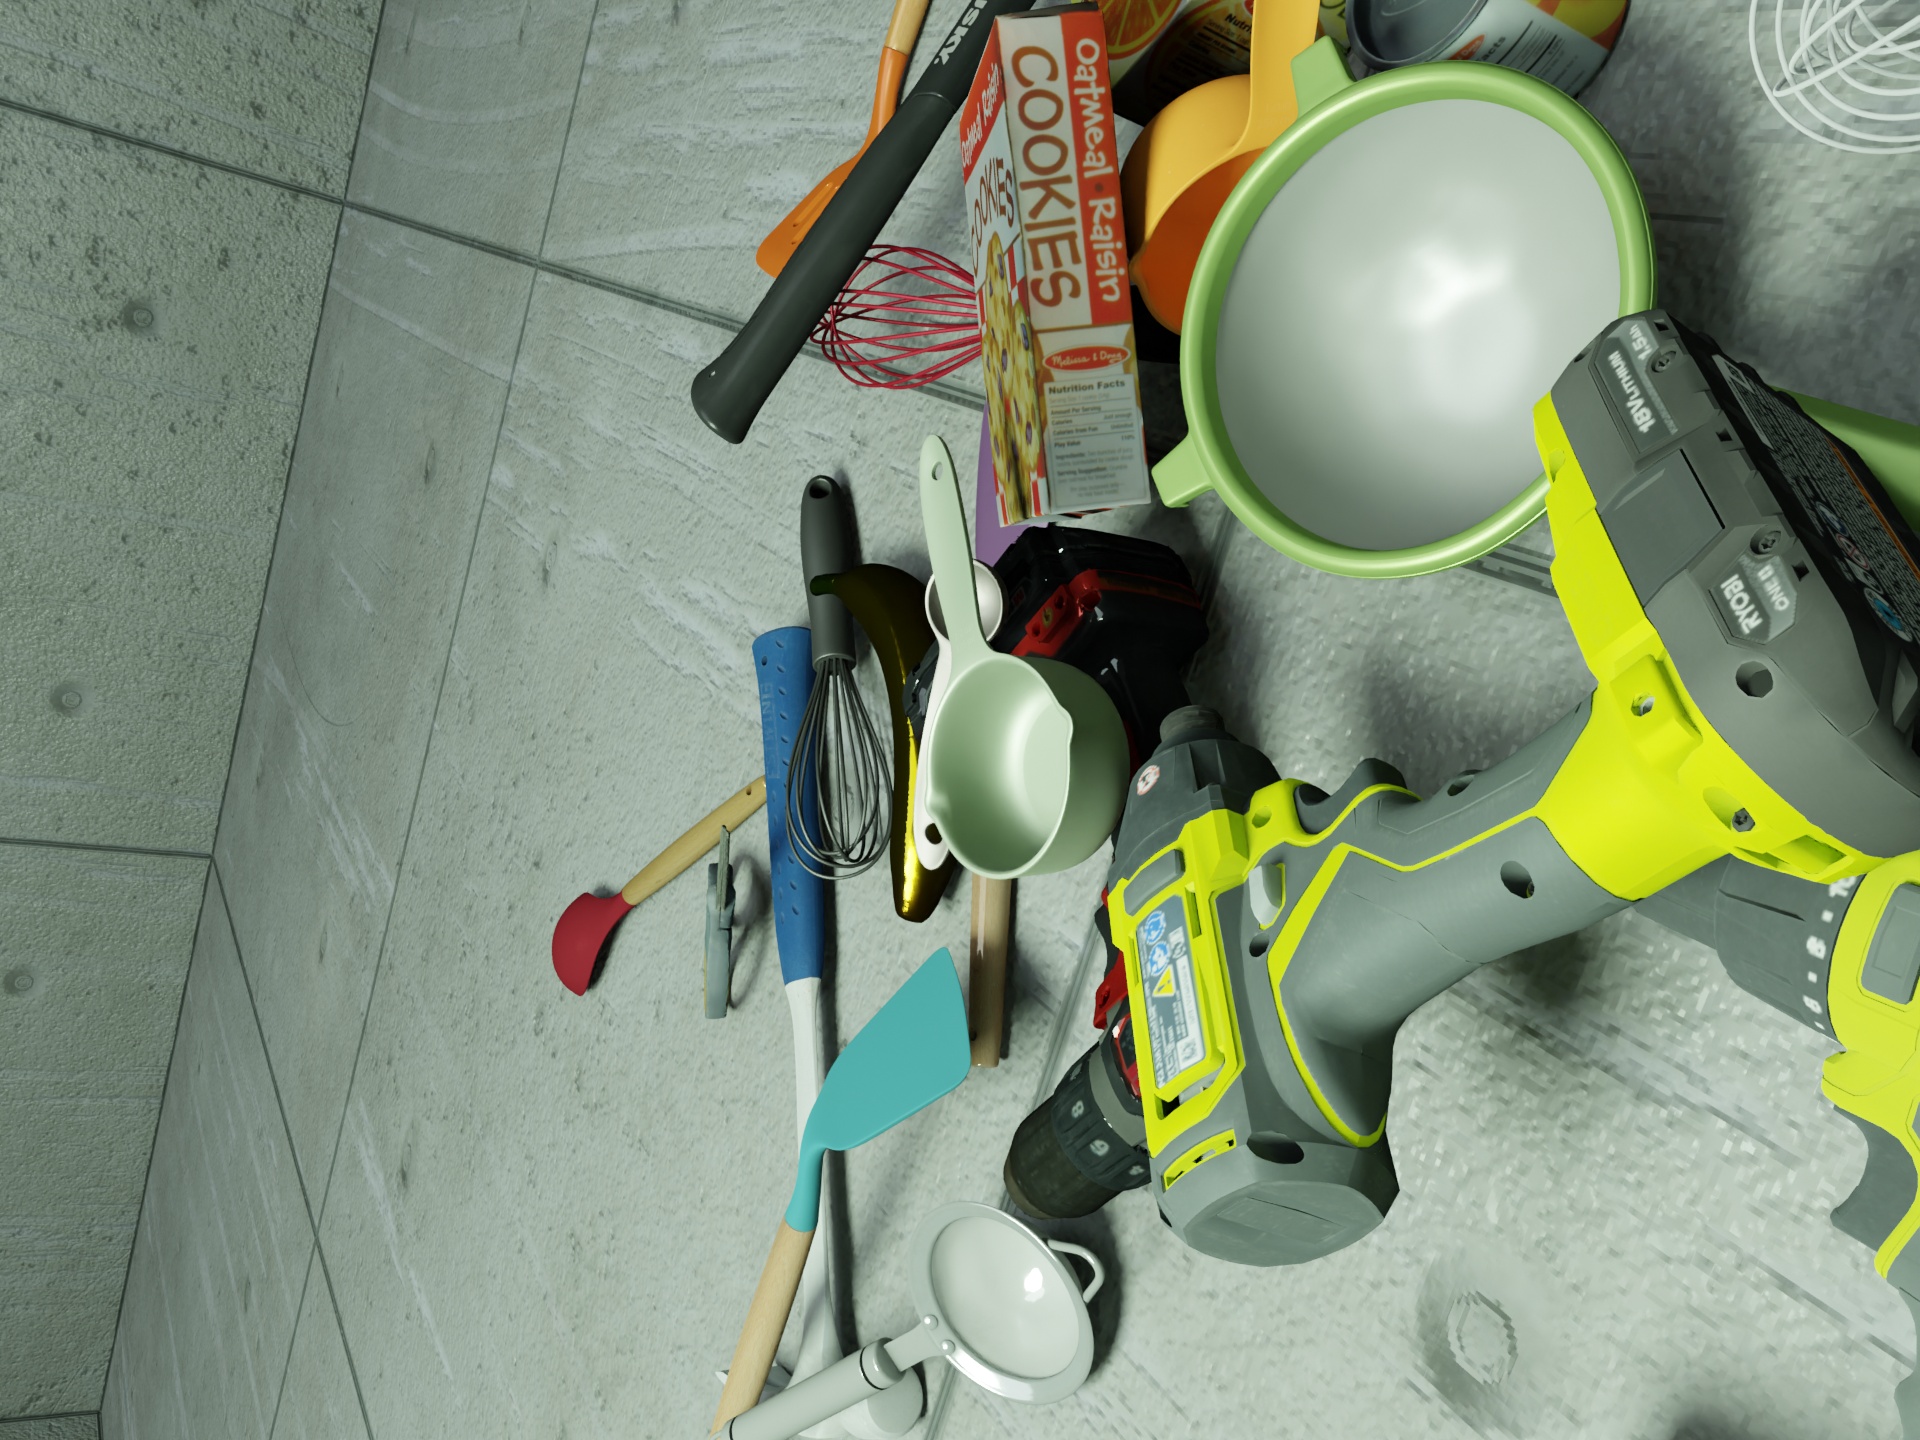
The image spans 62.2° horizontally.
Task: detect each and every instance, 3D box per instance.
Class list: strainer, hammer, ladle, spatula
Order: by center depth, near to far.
[{"bbox_3d":[0.184,-0.097,0.460,0.257,0.069,0.151,30,110,37],"label":"strainer"},{"bbox_3d":[-0.026,0.262,0.660,0.258,0.050,0.087,-39,81,30],"label":"strainer"},{"bbox_3d":[-0.067,0.243,0.708,0.082,0.044,0.317,-106,31,-60],"label":"spatula"},{"bbox_3d":[0.019,-0.006,0.713,0.060,0.018,0.316,-10,73,53],"label":"spatula"},{"bbox_3d":[-0.019,-0.271,0.732,0.335,0.035,0.146,-54,40,7],"label":"hammer"},{"bbox_3d":[-0.084,0.147,0.817,0.144,0.035,0.406,-31,58,49],"label":"hammer"},{"bbox_3d":[-0.034,-0.393,0.866,0.081,0.041,0.322,43,117,53],"label":"spatula"},{"bbox_3d":[-0.196,0.102,1.007,0.315,0.031,0.069,-37,52,45],"label":"ladle"}]

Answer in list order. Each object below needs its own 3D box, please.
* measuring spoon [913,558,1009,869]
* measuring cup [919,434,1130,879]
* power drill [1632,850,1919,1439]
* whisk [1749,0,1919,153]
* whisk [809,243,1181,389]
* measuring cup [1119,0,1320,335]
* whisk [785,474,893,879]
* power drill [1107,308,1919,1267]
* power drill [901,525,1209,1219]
[{"bbox_3d":[-0.001,-0.002,0.606,0.034,0.018,0.124,18,110,30],"label":"measuring spoon"},{"bbox_3d":[0.016,-0.026,0.561,0.083,0.038,0.168,-34,61,46],"label":"measuring cup"},{"bbox_3d":[0.202,0.129,0.355,0.191,0.080,0.228,27,103,55],"label":"power drill"},{"bbox_3d":[0.298,-0.208,0.312,0.284,0.070,0.070,-28,60,45],"label":"whisk"},{"bbox_3d":[0.017,-0.183,0.725,0.296,0.073,0.073,19,99,51],"label":"whisk"},{"bbox_3d":[0.097,-0.210,0.537,0.173,0.095,0.052,85,173,-54],"label":"measuring cup"},{"bbox_3d":[-0.068,-0.029,0.828,0.055,0.055,0.239,-39,47,46],"label":"whisk"},{"bbox_3d":[0.123,0.015,0.404,0.223,0.080,0.171,-46,32,36],"label":"power drill"},{"bbox_3d":[0.052,0.061,0.600,0.187,0.080,0.227,-50,47,39],"label":"power drill"}]
